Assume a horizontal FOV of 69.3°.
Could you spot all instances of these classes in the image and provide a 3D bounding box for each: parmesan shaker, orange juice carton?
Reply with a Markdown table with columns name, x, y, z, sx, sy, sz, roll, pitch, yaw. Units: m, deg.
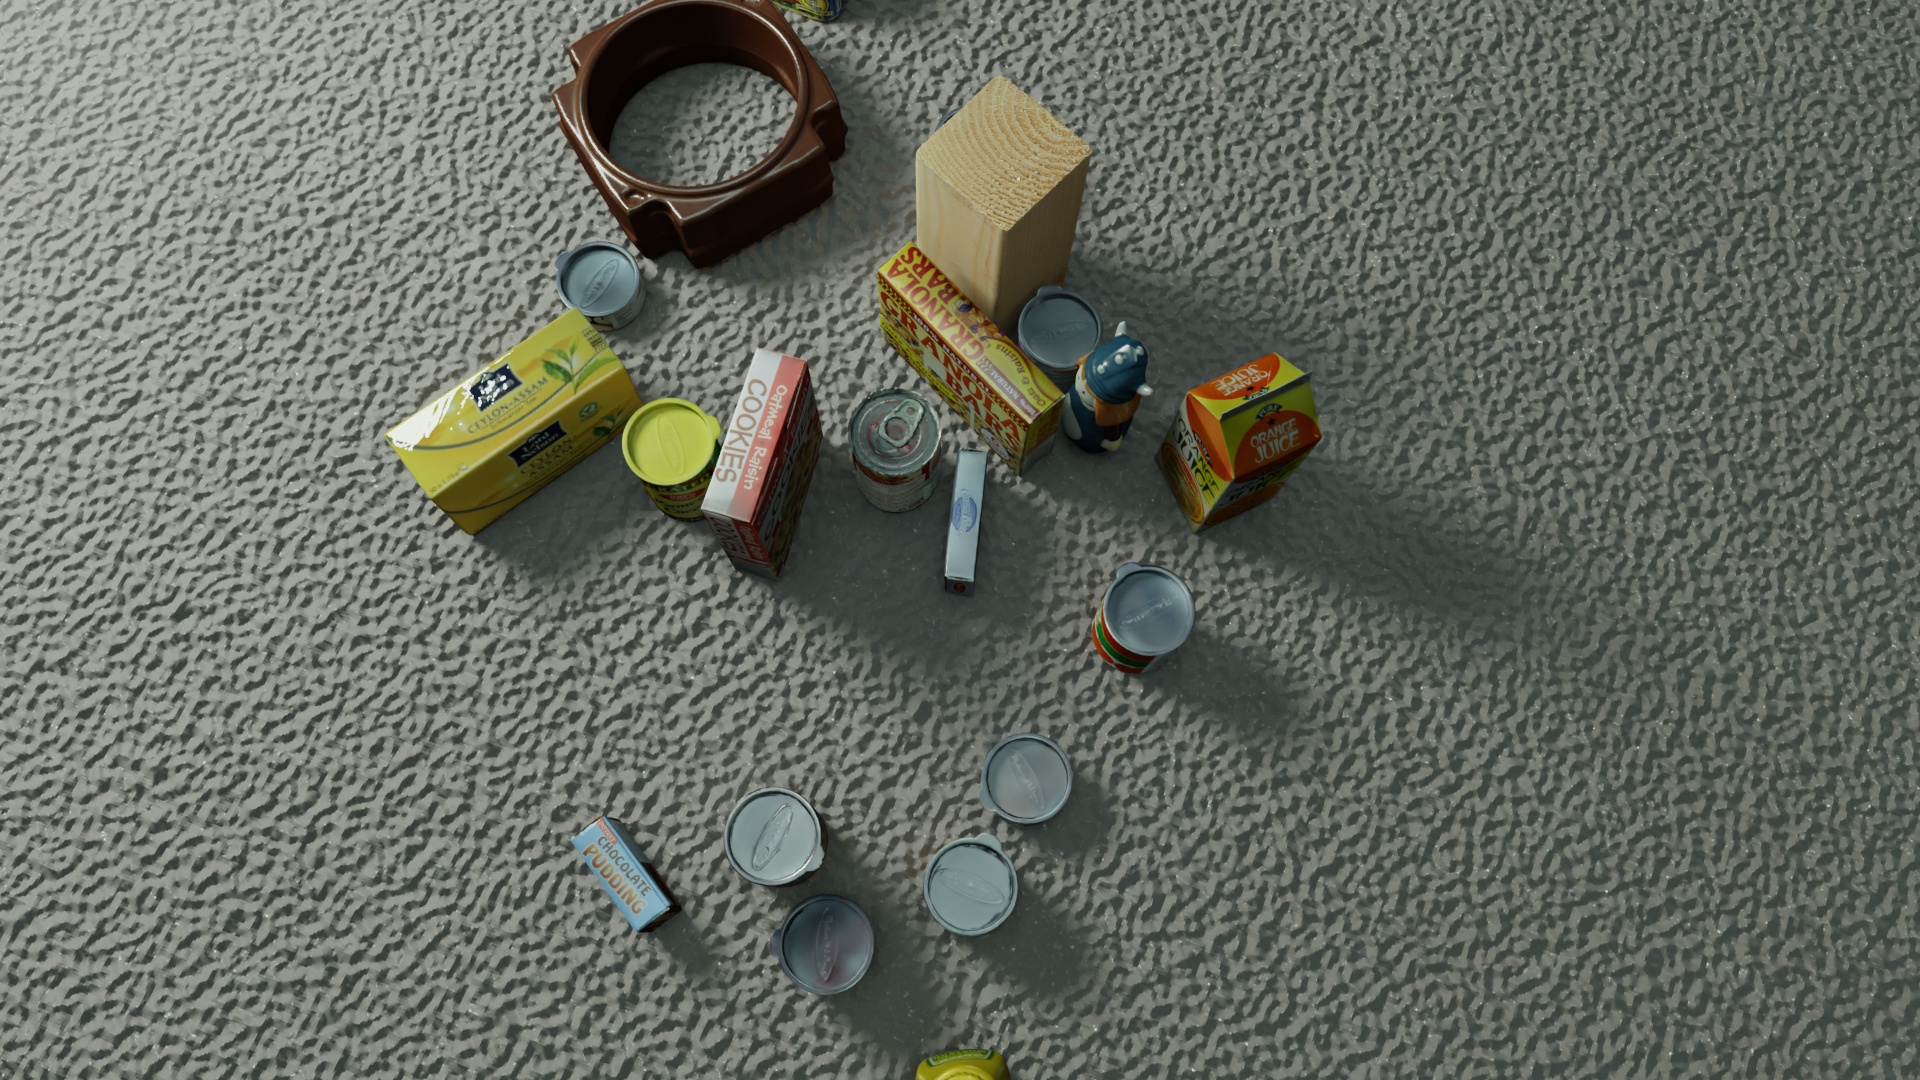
| name | x | y | z | sx | sy | sz | roll | pitch | yaw |
| --- | --- | --- | --- | --- | --- | --- | --- | --- | --- |
| parmesan shaker | -0.207 | -0.059 | 1.043 | 0.071 | 0.103 | 0.071 | 0 | 75 | -1 |
| orange juice carton | 0.202 | -0.074 | 1.011 | 0.072 | 0.192 | 0.073 | -24 | 77 | -7 |

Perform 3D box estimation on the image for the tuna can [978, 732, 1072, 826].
| name | x | y | z | sx | sy | sz | roll | pitch | yaw |
| --- | --- | --- | --- | --- | --- | --- | --- | --- | --- |
| tuna can | 0.046 | 0.177 | 1.020 | 0.071 | 0.032 | 0.071 | 0 | 74 | -1 |

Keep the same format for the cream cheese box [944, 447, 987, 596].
| name | x | y | z | sx | sy | sz | roll | pitch | yaw |
| --- | --- | --- | --- | --- | --- | --- | --- | --- | --- |
| cream cheese box | 0.004 | -0.013 | 1.061 | 0.024 | 0.053 | 0.104 | 6 | 74 | 0 |

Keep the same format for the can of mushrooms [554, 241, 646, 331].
| name | x | y | z | sx | sy | sz | roll | pitch | yaw |
| --- | --- | --- | --- | --- | --- | --- | --- | --- | --- |
| can of mushrooms | -0.291 | -0.206 | 1.119 | 0.071 | 0.033 | 0.071 | 0 | 74 | -1 |

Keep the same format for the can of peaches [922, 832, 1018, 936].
| name | x | y | z | sx | sy | sz | roll | pitch | yaw |
| --- | --- | --- | --- | --- | --- | --- | --- | --- | --- |
| can of peaches | 0.008 | 0.244 | 0.987 | 0.071 | 0.058 | 0.071 | 0 | 75 | -1 |

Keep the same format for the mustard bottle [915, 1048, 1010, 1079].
| name | x | y | z | sx | sy | sz | roll | pitch | yaw |
| --- | --- | --- | --- | --- | --- | --- | --- | --- | --- |
| mustard bottle | 0.003 | 0.361 | 0.901 | 0.065 | 0.160 | 0.049 | -7 | 75 | -3 |

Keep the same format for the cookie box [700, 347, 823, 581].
| name | x | y | z | sx | sy | sz | roll | pitch | yaw |
| --- | --- | --- | --- | --- | --- | --- | --- | --- | --- |
| cookie box | -0.139 | -0.050 | 1.009 | 0.040 | 0.167 | 0.123 | 15 | 75 | 3 |

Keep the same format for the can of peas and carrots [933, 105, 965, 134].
| name | x | y | z | sx | sy | sz | roll | pitch | yaw |
| --- | --- | --- | --- | --- | --- | --- | --- | --- | --- |
| can of peas and carrots | 0.013 | -0.314 | 1.144 | 0.071 | 0.058 | 0.071 | 0 | 75 | -1 |

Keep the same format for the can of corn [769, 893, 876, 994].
| name | x | y | z | sx | sy | sz | roll | pitch | yaw |
| --- | --- | --- | --- | --- | --- | --- | --- | --- | --- |
| can of corn | -0.095 | 0.282 | 0.973 | 0.071 | 0.058 | 0.071 | 0 | 75 | -1 |

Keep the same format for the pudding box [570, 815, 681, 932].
| name | x | y | z | sx | sy | sz | roll | pitch | yaw |
| --- | --- | --- | --- | --- | --- | --- | --- | --- | --- |
| pudding box | -0.237 | 0.237 | 0.987 | 0.030 | 0.049 | 0.084 | -38 | 79 | -10 |

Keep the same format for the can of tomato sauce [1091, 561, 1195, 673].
| name | x | y | z | sx | sy | sz | roll | pitch | yaw |
| --- | --- | --- | --- | --- | --- | --- | --- | --- | --- |
| can of tomato sauce | 0.132 | 0.059 | 1.029 | 0.071 | 0.083 | 0.071 | 0 | 75 | -1 |

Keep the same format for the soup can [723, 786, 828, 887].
| name | x | y | z | sx | sy | sz | roll | pitch | yaw |
| --- | --- | --- | --- | --- | --- | --- | --- | --- | --- |
| soup can | -0.126 | 0.212 | 0.979 | 0.071 | 0.083 | 0.071 | 0 | 75 | -1 |

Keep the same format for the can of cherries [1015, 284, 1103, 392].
| name | x | y | z | sx | sy | sz | roll | pitch | yaw |
| --- | --- | --- | --- | --- | --- | --- | --- | --- | --- |
| can of cherries | 0.077 | -0.159 | 1.102 | 0.071 | 0.058 | 0.071 | 0 | 75 | -1 |

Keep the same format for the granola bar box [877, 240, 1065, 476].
| name | x | y | z | sx | sy | sz | roll | pitch | yaw |
| --- | --- | --- | --- | --- | --- | --- | --- | --- | --- |
| granola bar box | 0.005 | -0.134 | 1.059 | 0.039 | 0.124 | 0.166 | -42 | 79 | -11 |
